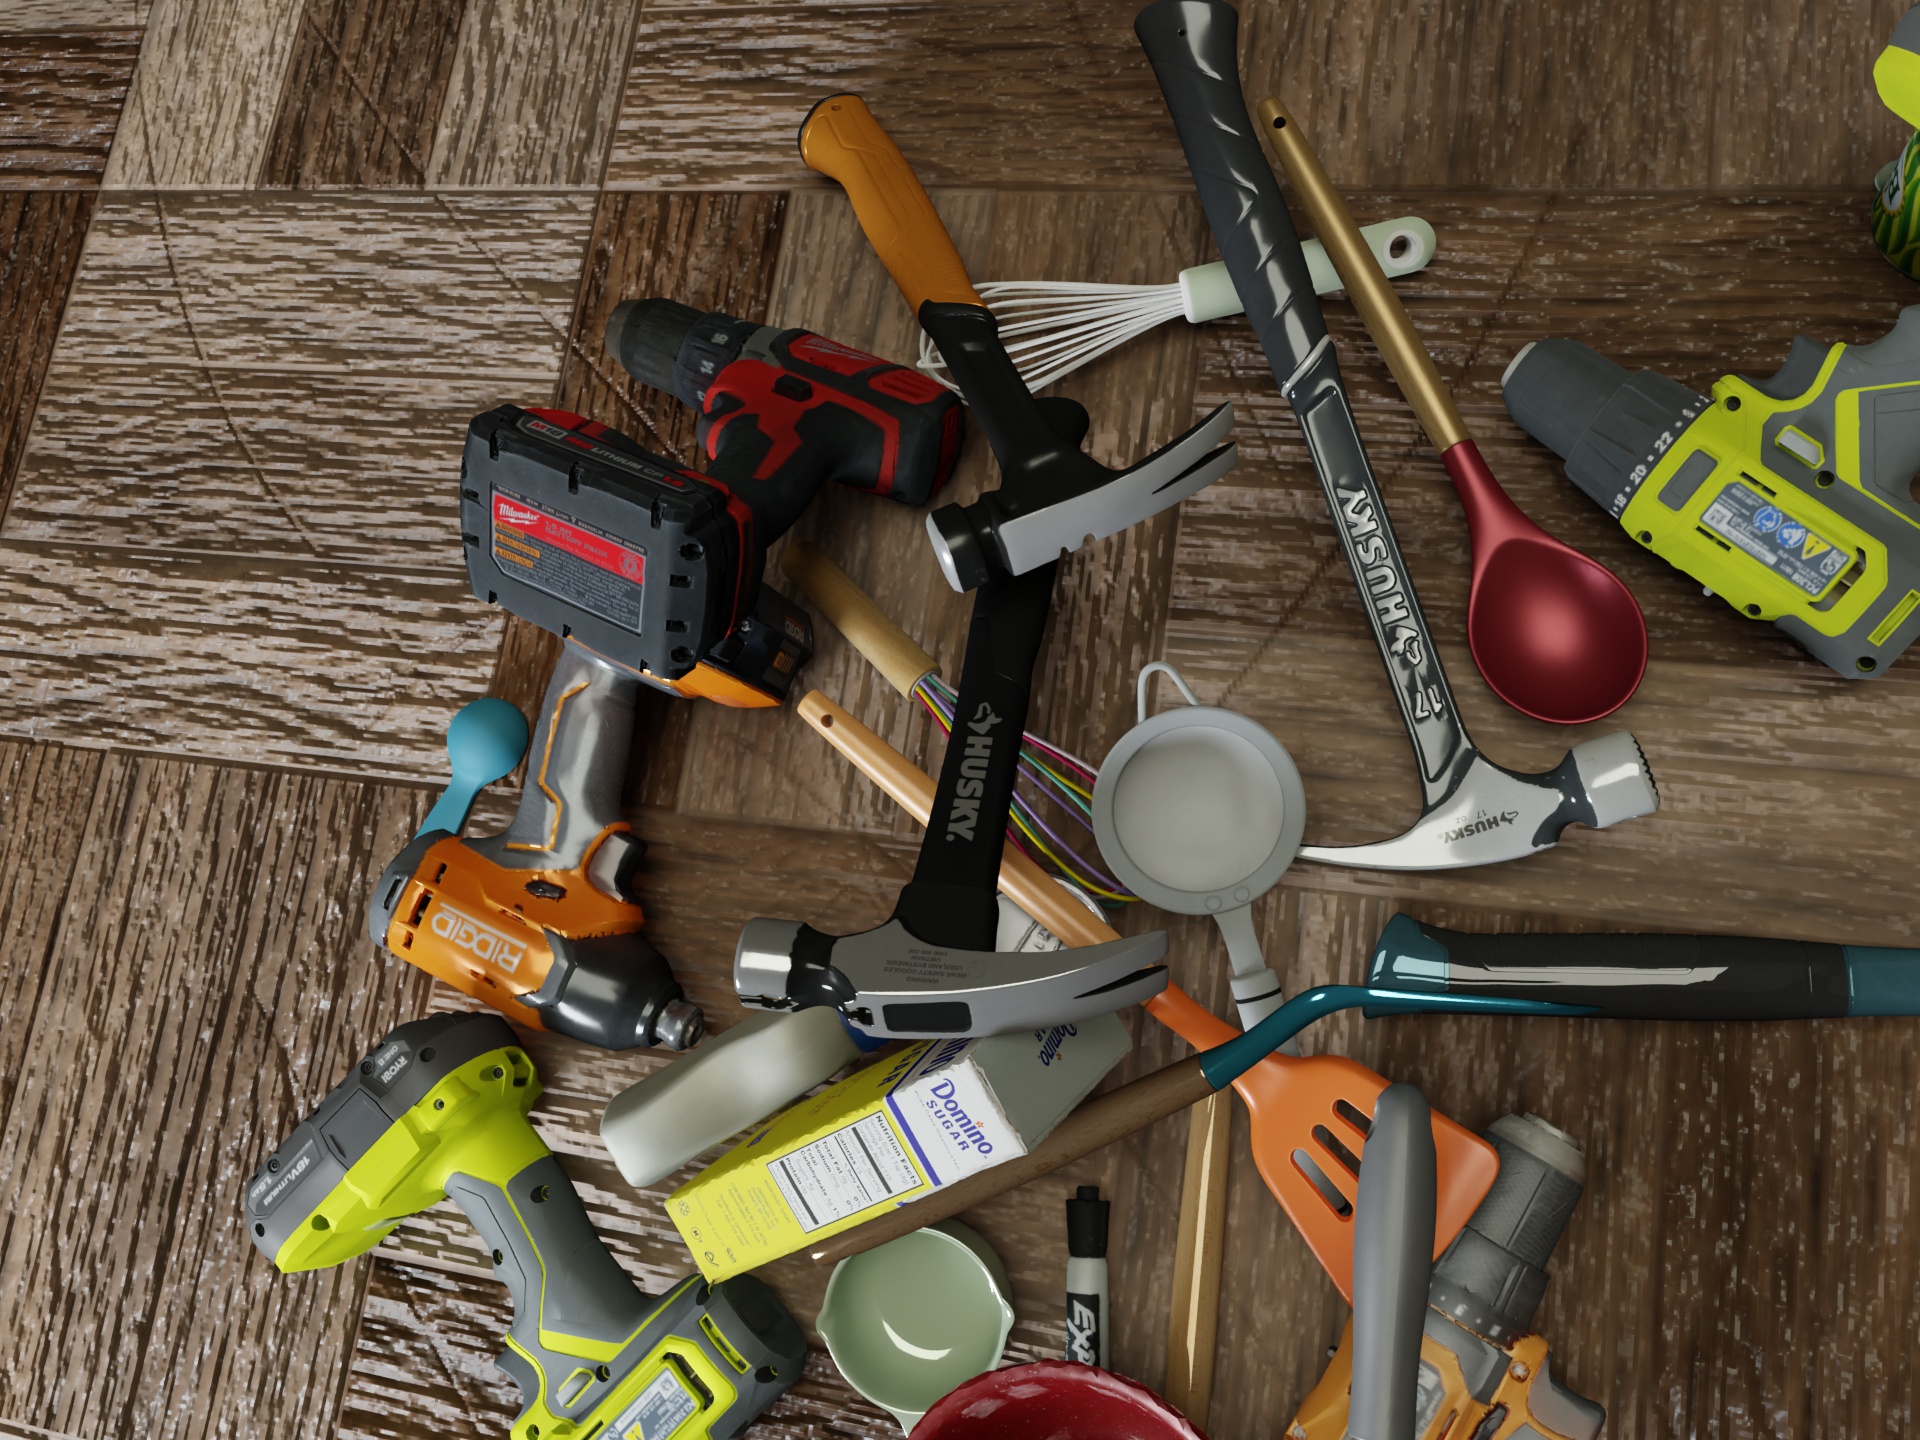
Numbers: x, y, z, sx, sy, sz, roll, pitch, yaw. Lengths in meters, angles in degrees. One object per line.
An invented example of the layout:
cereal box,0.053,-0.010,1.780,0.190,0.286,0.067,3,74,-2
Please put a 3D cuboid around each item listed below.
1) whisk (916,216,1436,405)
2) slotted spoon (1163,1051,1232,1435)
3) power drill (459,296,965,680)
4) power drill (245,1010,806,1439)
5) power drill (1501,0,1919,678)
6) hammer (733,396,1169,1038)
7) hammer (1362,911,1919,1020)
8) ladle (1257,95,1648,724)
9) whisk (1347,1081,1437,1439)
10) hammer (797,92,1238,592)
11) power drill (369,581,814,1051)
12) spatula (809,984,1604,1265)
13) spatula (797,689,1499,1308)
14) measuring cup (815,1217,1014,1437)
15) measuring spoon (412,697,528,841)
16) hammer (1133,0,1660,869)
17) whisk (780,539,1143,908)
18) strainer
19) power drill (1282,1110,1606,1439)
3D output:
whisk,0.098,-0.196,0.746,0.246,0.059,0.057,-12,110,7
slotted spoon,0.091,0.281,0.633,0.070,0.031,0.314,2,75,18
power drill,-0.123,-0.123,0.706,0.188,0.227,0.080,24,127,15
power drill,-0.198,0.252,0.688,0.171,0.080,0.223,-46,73,2
power drill,0.347,-0.156,0.621,0.191,0.080,0.228,42,115,19
hammer,0.021,-0.021,0.643,0.146,0.035,0.335,4,48,10
hammer,0.326,0.099,0.617,0.331,0.033,0.128,-1,75,14
ladle,0.203,-0.141,0.693,0.069,0.031,0.315,-26,78,9
whisk,0.144,0.246,0.548,0.055,0.055,0.239,4,76,15
hammer,-0.001,-0.196,0.716,0.127,0.034,0.337,-23,51,-2
power drill,-0.155,0.034,0.731,0.164,0.084,0.226,24,86,16
spatula,0.073,0.150,0.584,0.317,0.082,0.044,-30,68,20
spatula,0.057,0.092,0.625,0.323,0.041,0.081,39,98,9
measuring cup,-0.009,0.287,0.657,0.083,0.038,0.167,-8,89,11
measuring spoon,-0.257,0.046,0.782,0.042,0.021,0.128,24,82,19
hammer,0.151,-0.131,0.683,0.149,0.036,0.409,-22,78,21
whisk,0.000,-0.002,0.725,0.047,0.051,0.245,-36,65,-20
strainer,0.117,0.101,0.652,0.087,0.050,0.258,-17,85,8
power drill,0.244,0.269,0.572,0.226,0.084,0.185,28,84,24
